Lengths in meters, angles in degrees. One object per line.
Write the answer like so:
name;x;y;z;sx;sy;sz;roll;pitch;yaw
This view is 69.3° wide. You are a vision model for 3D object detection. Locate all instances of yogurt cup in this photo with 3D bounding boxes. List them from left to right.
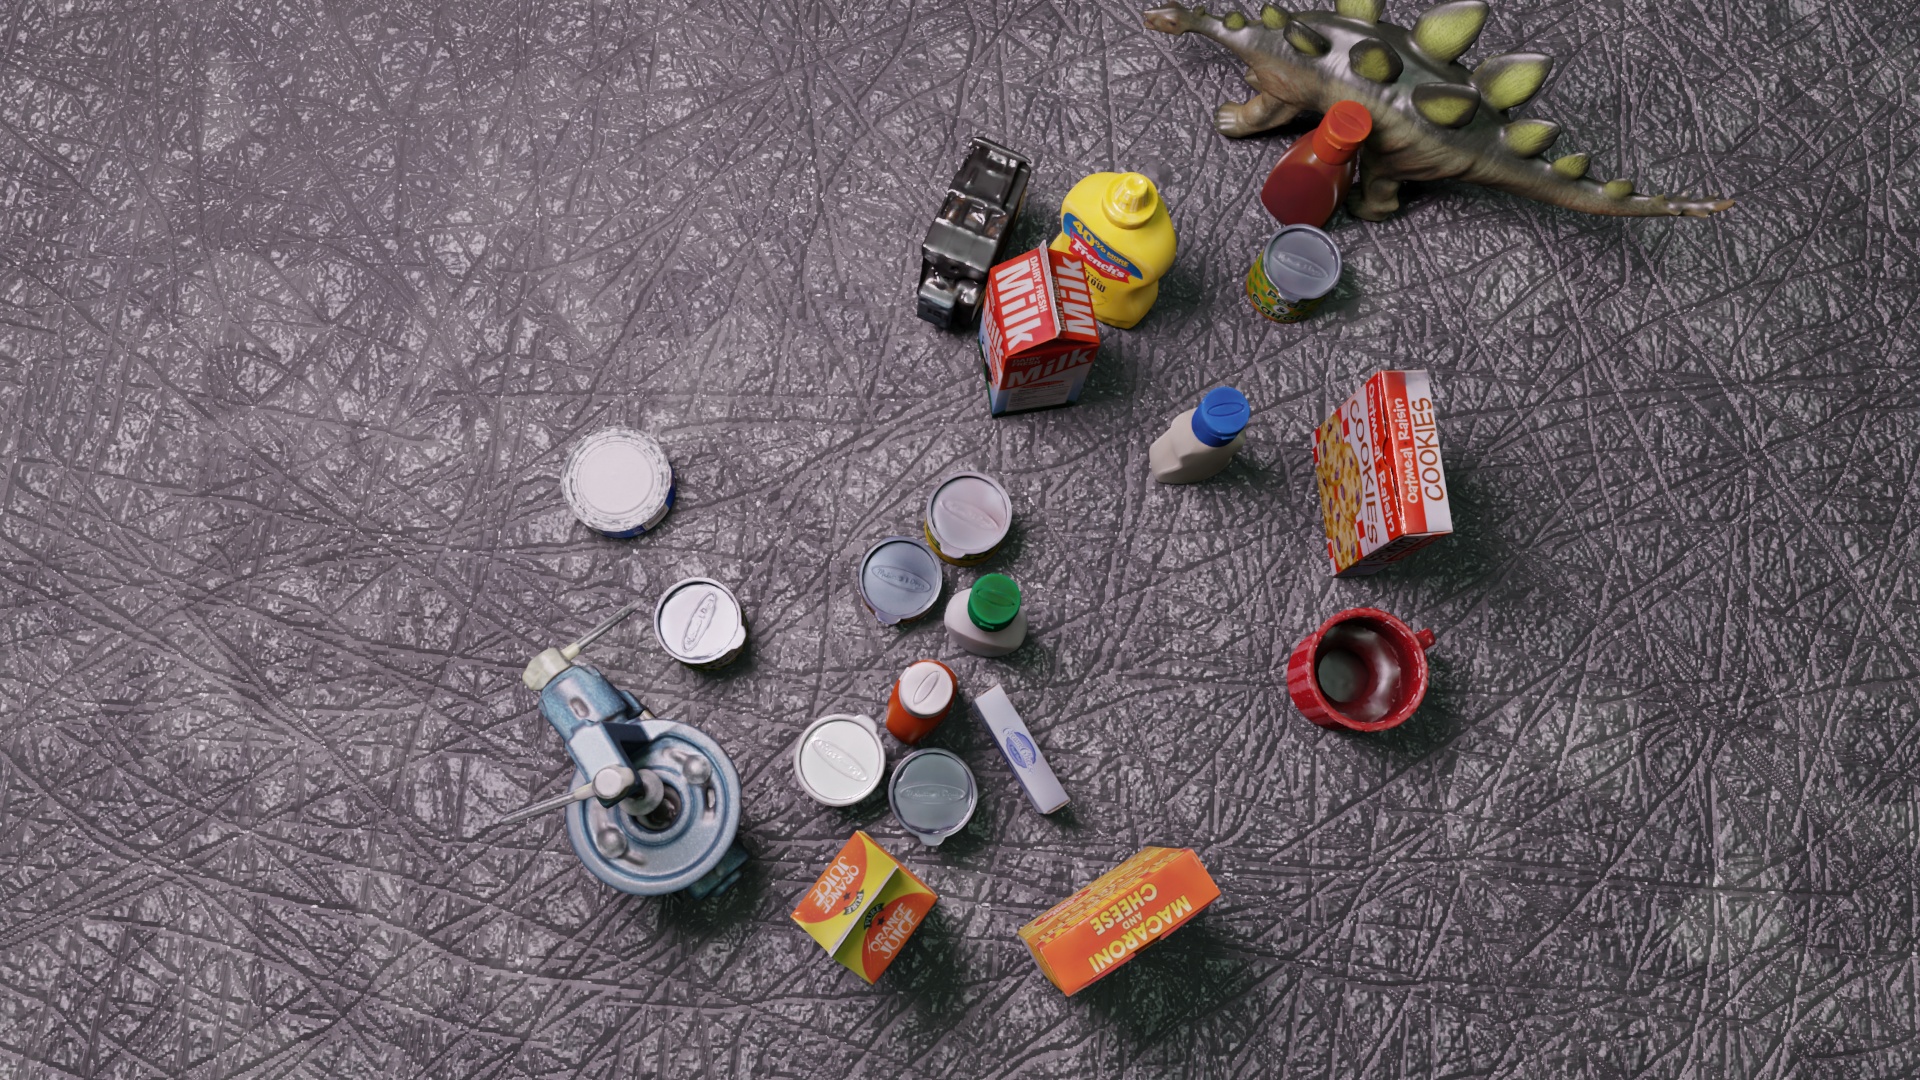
yogurt cup;-0.091;0.168;1.055;0.072;0.054;0.072;1;78;-3

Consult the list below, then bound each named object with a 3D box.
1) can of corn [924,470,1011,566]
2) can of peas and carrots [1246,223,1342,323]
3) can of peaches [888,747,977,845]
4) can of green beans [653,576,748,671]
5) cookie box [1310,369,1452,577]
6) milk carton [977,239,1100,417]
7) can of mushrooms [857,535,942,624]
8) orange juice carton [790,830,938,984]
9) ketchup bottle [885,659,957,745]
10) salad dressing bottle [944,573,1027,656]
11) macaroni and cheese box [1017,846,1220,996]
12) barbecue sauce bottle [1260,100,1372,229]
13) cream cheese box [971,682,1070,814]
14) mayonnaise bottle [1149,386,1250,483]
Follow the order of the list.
can of corn;0.004;-0.014;1.097;0.071;0.058;0.071;1;78;-3
can of peas and carrots;0.276;-0.219;1.157;0.071;0.058;0.071;1;78;-3
can of peaches;-0.022;0.194;1.051;0.071;0.058;0.071;1;78;-3
can of green beans;-0.199;0.066;1.069;0.071;0.057;0.071;1;78;-3
cookie box;0.318;-0.047;1.066;0.040;0.167;0.123;-5;78;-4
milk carton;0.059;-0.159;1.065;0.073;0.190;0.072;-9;79;-5
can of mushrooms;-0.049;0.034;1.097;0.071;0.033;0.071;1;78;-3
orange juice carton;-0.065;0.252;0.967;0.073;0.192;0.072;38;79;5
ketchup bottle;-0.028;0.115;1.021;0.043;0.148;0.065;35;79;4
salad dressing bottle;0.021;0.056;1.037;0.064;0.147;0.044;18;78;1
macaroni and cheese box;0.109;0.266;0.986;0.124;0.166;0.040;-31;81;-9
barbecue sauce bottle;0.293;-0.304;1.130;0.065;0.148;0.044;34;79;4
cream cheese box;0.045;0.161;1.064;0.024;0.053;0.104;-30;81;-9
mayonnaise bottle;0.189;-0.080;1.076;0.065;0.147;0.041;-10;79;-5
